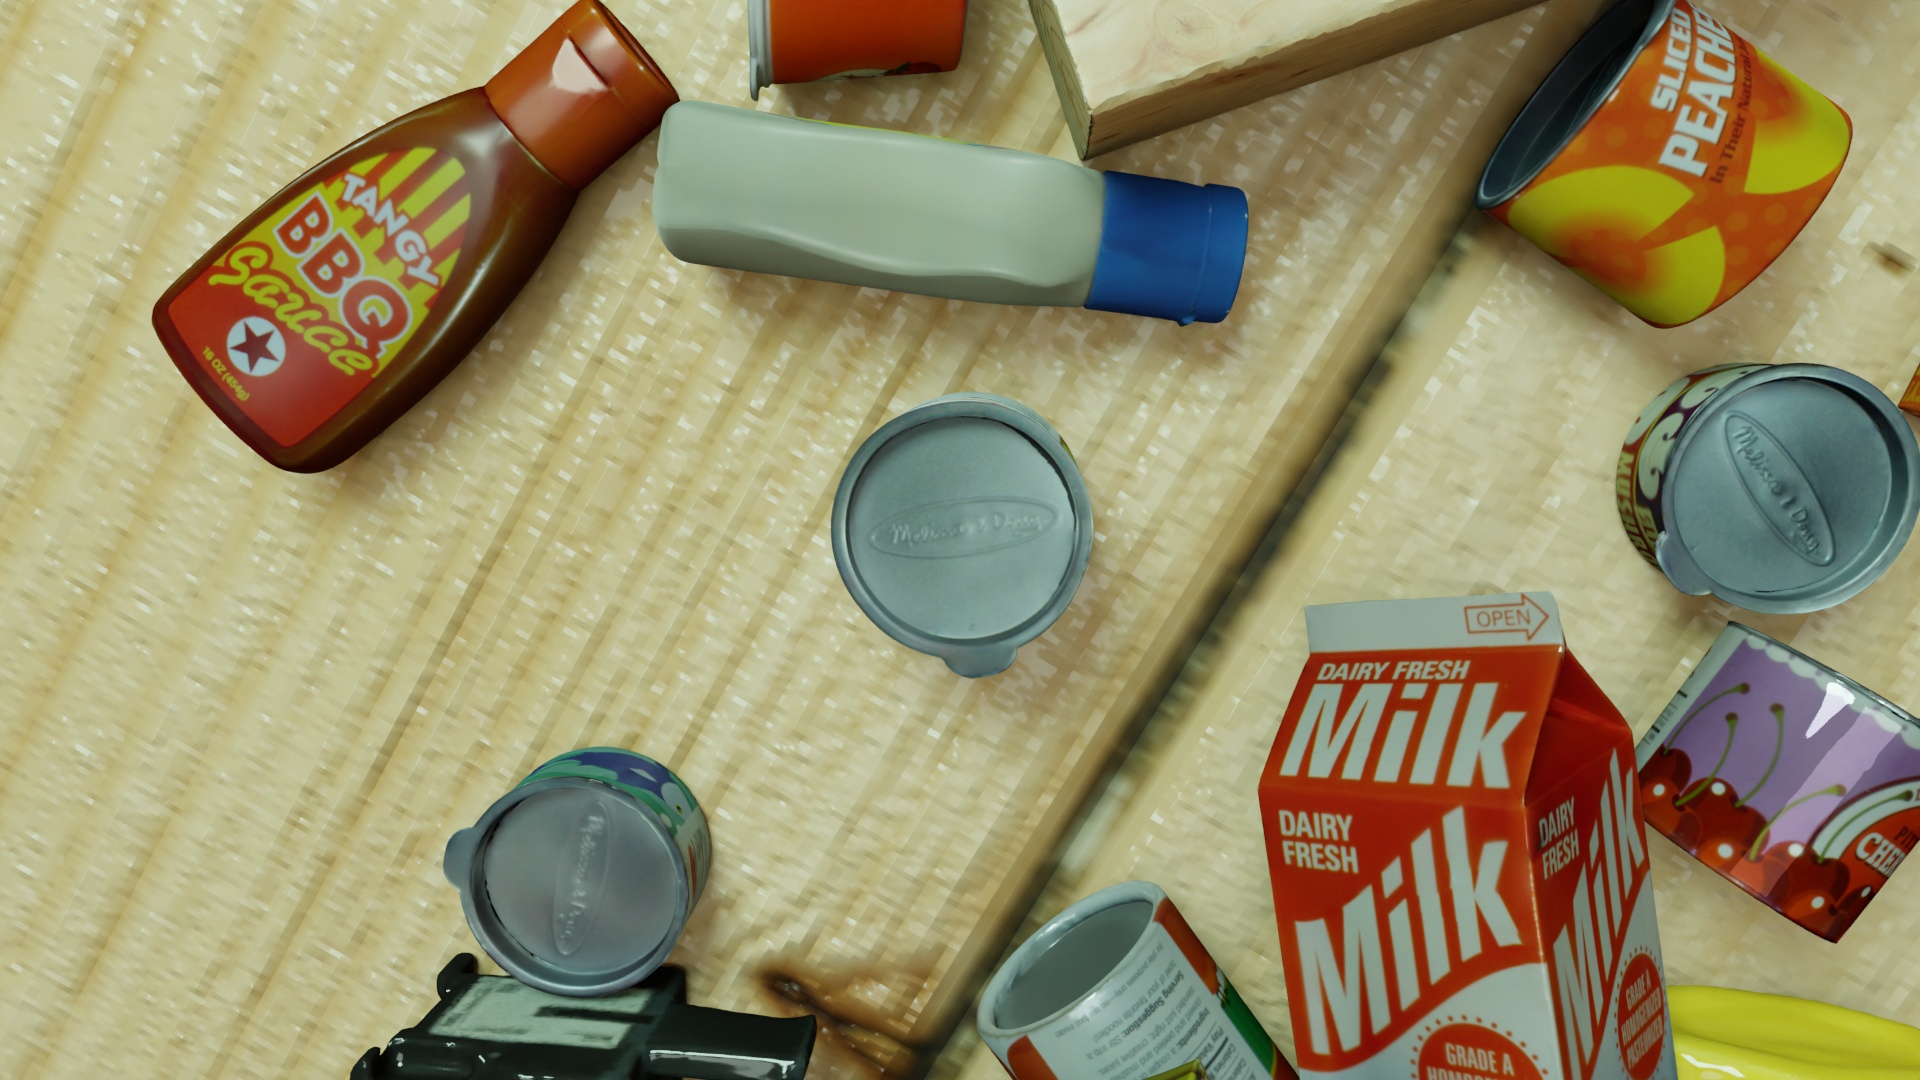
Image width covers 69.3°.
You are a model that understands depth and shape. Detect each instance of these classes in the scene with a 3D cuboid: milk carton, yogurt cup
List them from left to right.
[{"bbox_3d":[-0.026,-0.150,0.355,0.054,0.072,0.072,1,98,-5],"label":"yogurt cup"},{"bbox_3d":[0.133,0.108,0.360,0.072,0.074,0.190,-7,92,44],"label":"milk carton"}]

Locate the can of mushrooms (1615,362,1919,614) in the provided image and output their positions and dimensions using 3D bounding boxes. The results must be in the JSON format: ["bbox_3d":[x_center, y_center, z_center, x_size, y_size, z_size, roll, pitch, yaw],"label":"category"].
[{"bbox_3d":[0.215,-0.014,0.376,0.071,0.033,0.071,0,98,2],"label":"can of mushrooms"}]

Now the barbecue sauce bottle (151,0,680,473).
[{"bbox_3d":[-0.144,-0.086,0.379,0.148,0.044,0.065,-38,94,7],"label":"barbecue sauce bottle"}]

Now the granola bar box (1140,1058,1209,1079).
[{"bbox_3d":[0.009,0.219,0.347,0.165,0.039,0.124,-25,84,14],"label":"granola bar box"}]

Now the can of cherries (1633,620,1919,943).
[{"bbox_3d":[0.220,0.065,0.368,0.071,0.071,0.058,33,99,-2],"label":"can of cherries"}]

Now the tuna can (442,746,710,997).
[{"bbox_3d":[-0.111,0.095,0.408,0.071,0.033,0.071,0,98,3],"label":"tuna can"}]

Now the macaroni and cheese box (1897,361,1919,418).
[{"bbox_3d":[0.344,-0.087,0.356,0.124,0.040,0.166,22,98,0],"label":"macaroni and cheese box"}]

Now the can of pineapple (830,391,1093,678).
[{"bbox_3d":[0.001,-0.005,0.376,0.071,0.058,0.071,0,98,3],"label":"can of pineapple"}]

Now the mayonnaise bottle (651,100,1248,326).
[{"bbox_3d":[-0.001,-0.084,0.365,0.148,0.065,0.041,7,95,-2],"label":"mayonnaise bottle"}]

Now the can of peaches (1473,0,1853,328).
[{"bbox_3d":[0.175,-0.096,0.348,0.058,0.071,0.071,34,99,-3],"label":"can of peaches"}]

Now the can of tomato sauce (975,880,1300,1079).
[{"bbox_3d":[0.053,0.149,0.392,0.071,0.071,0.083,-35,95,7],"label":"can of tomato sauce"}]
